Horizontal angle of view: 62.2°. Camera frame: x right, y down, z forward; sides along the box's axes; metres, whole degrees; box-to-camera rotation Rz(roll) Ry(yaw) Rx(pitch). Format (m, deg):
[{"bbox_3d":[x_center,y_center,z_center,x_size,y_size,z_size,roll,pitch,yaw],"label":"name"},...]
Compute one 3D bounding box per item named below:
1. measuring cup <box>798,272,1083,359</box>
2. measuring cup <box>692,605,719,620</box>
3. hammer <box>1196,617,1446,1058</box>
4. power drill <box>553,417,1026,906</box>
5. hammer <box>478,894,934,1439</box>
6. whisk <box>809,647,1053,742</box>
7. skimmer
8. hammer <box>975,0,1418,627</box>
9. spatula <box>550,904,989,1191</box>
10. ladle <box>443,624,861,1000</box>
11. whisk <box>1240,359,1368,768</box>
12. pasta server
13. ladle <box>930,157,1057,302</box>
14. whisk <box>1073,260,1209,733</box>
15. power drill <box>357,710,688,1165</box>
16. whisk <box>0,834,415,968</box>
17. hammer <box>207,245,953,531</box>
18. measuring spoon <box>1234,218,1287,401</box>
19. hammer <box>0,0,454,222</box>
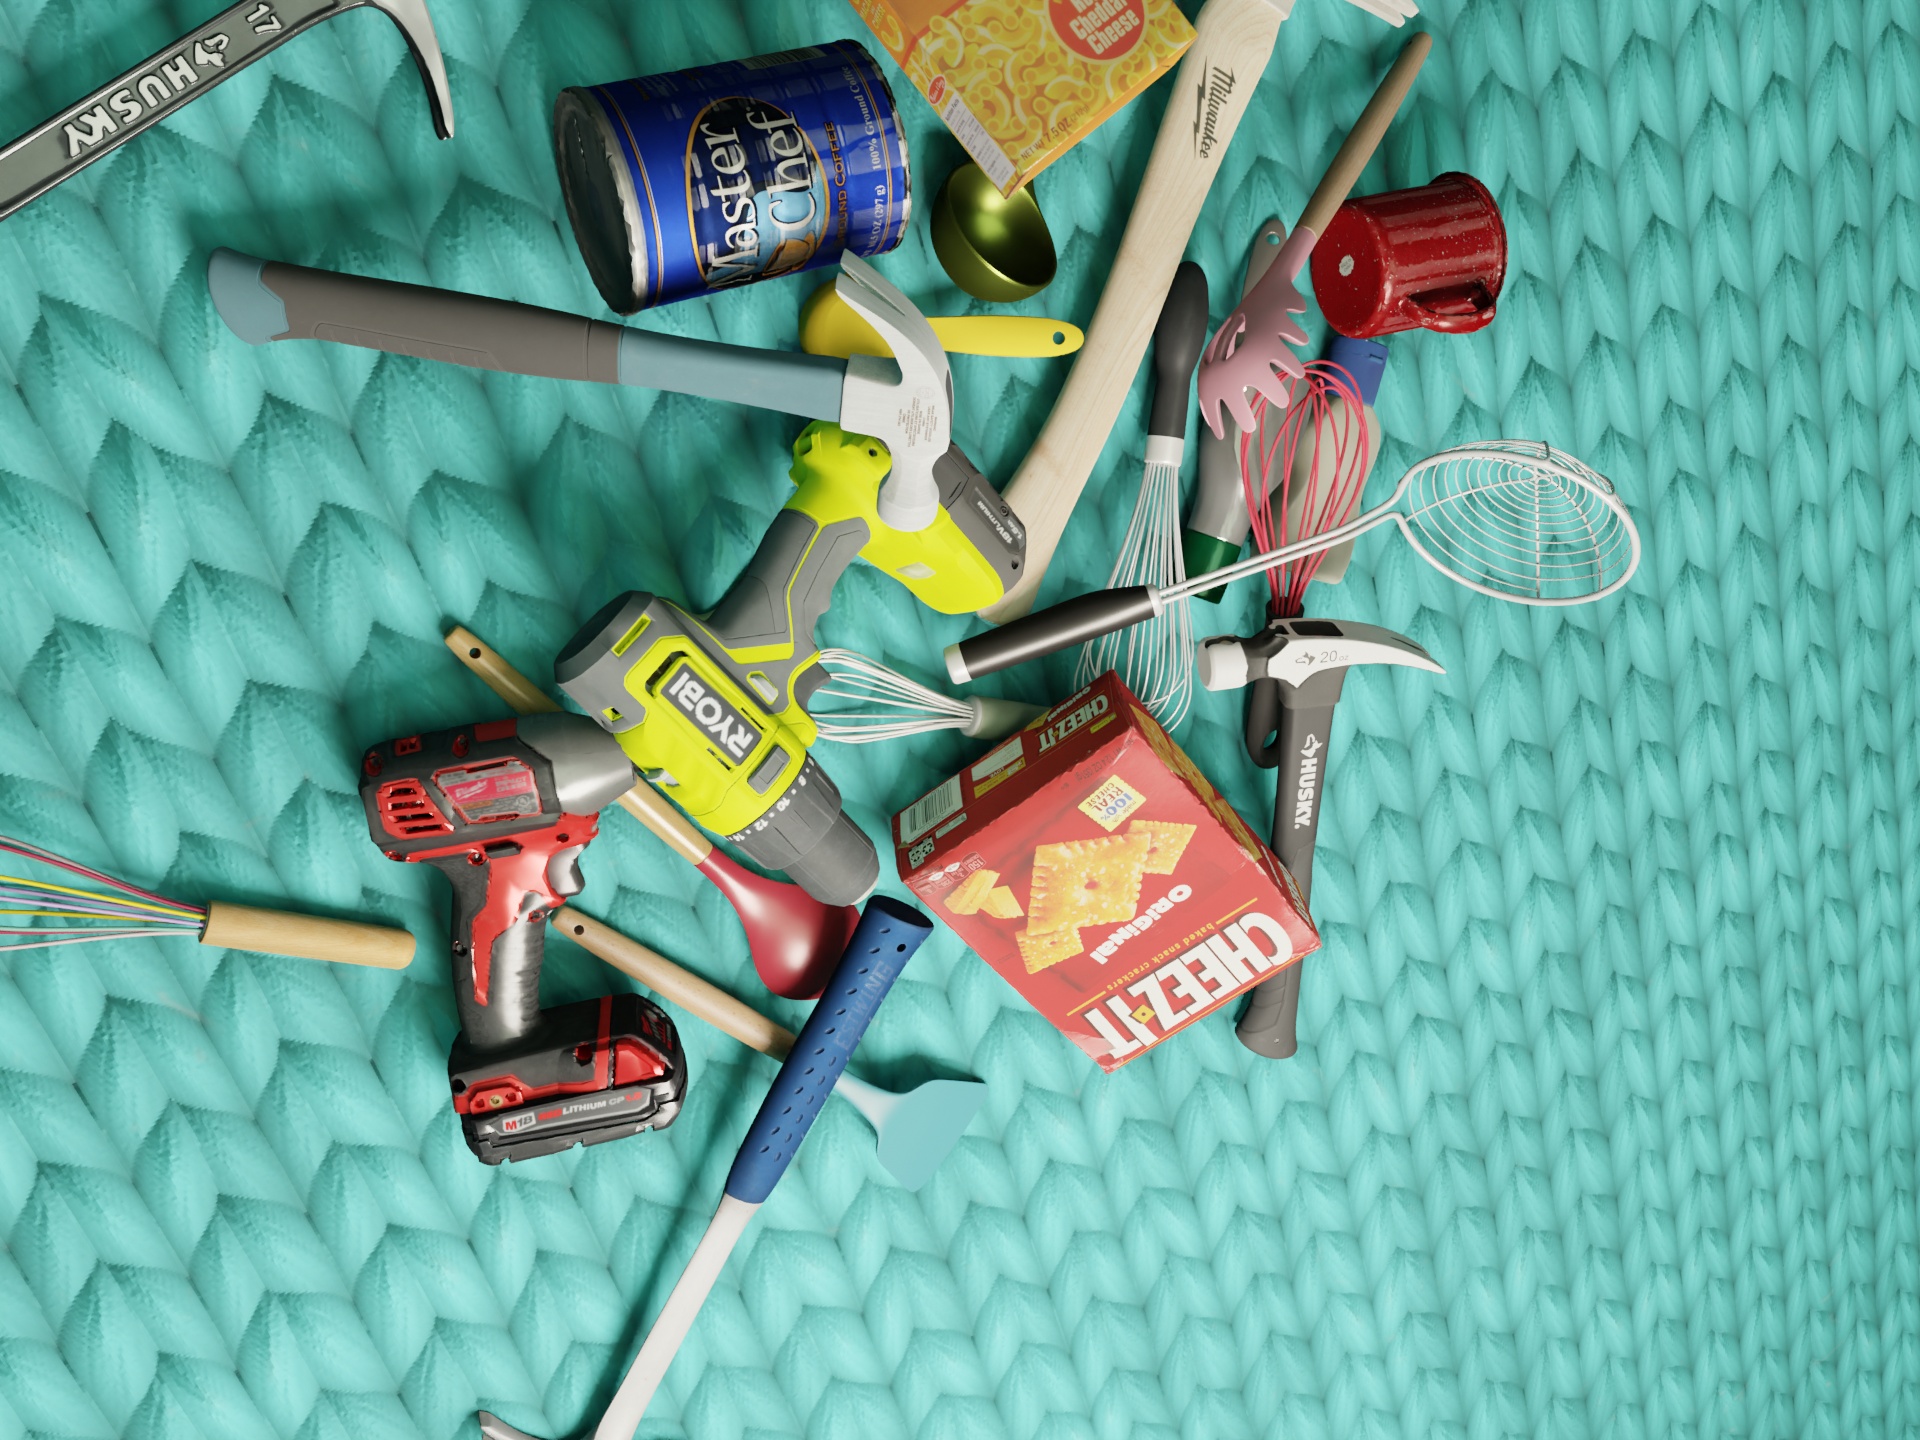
[{"bbox_3d":[-0.007,-0.205,0.845,0.156,0.029,0.062,-1,104,-11],"label":"measuring cup"},{"bbox_3d":[-0.118,-0.050,0.846,0.167,0.038,0.083,-47,120,-6],"label":"measuring cup"},{"bbox_3d":[0.217,0.086,1.016,0.146,0.035,0.334,-7,122,-9],"label":"hammer"},{"bbox_3d":[-0.067,-0.038,0.809,0.190,0.080,0.228,46,64,-21],"label":"power drill"},{"bbox_3d":[-0.133,0.279,0.908,0.144,0.035,0.405,23,100,-30],"label":"hammer"},{"bbox_3d":[-0.001,-0.003,0.922,0.246,0.058,0.059,9,135,-32],"label":"whisk"},{"bbox_3d":[0.171,-0.063,0.860,0.363,0.090,0.127,-18,146,5],"label":"skimmer"},{"bbox_3d":[0.107,-0.241,0.889,0.146,0.038,0.410,22,97,-6],"label":"hammer"},{"bbox_3d":[-0.108,0.188,0.931,0.317,0.044,0.082,37,87,-26],"label":"spatula"},{"bbox_3d":[-0.158,0.056,0.866,0.069,0.031,0.315,-50,118,-11],"label":"ladle"},{"bbox_3d":[0.195,-0.083,0.953,0.073,0.073,0.295,-22,134,-20],"label":"whisk"},{"bbox_3d":[0.209,-0.286,0.903,0.040,0.060,0.316,45,62,-27],"label":"pasta server"},{"bbox_3d":[0.068,-0.372,0.843,0.078,0.062,0.320,24,90,-33],"label":"ladle"},{"bbox_3d":[0.114,-0.126,0.936,0.070,0.070,0.284,4,95,-28],"label":"whisk"},{"bbox_3d":[-0.209,0.103,0.811,0.143,0.079,0.219,-11,107,-8],"label":"power drill"},{"bbox_3d":[-0.383,0.092,0.755,0.244,0.051,0.047,15,118,-34],"label":"whisk"},{"bbox_3d":[-0.166,-0.165,0.716,0.331,0.033,0.128,9,136,-3],"label":"hammer"},{"bbox_3d":[0.174,-0.244,0.932,0.034,0.018,0.124,15,74,1],"label":"measuring spoon"},{"bbox_3d":[-0.399,-0.214,0.659,0.409,0.036,0.149,-40,119,-12],"label":"hammer"}]
